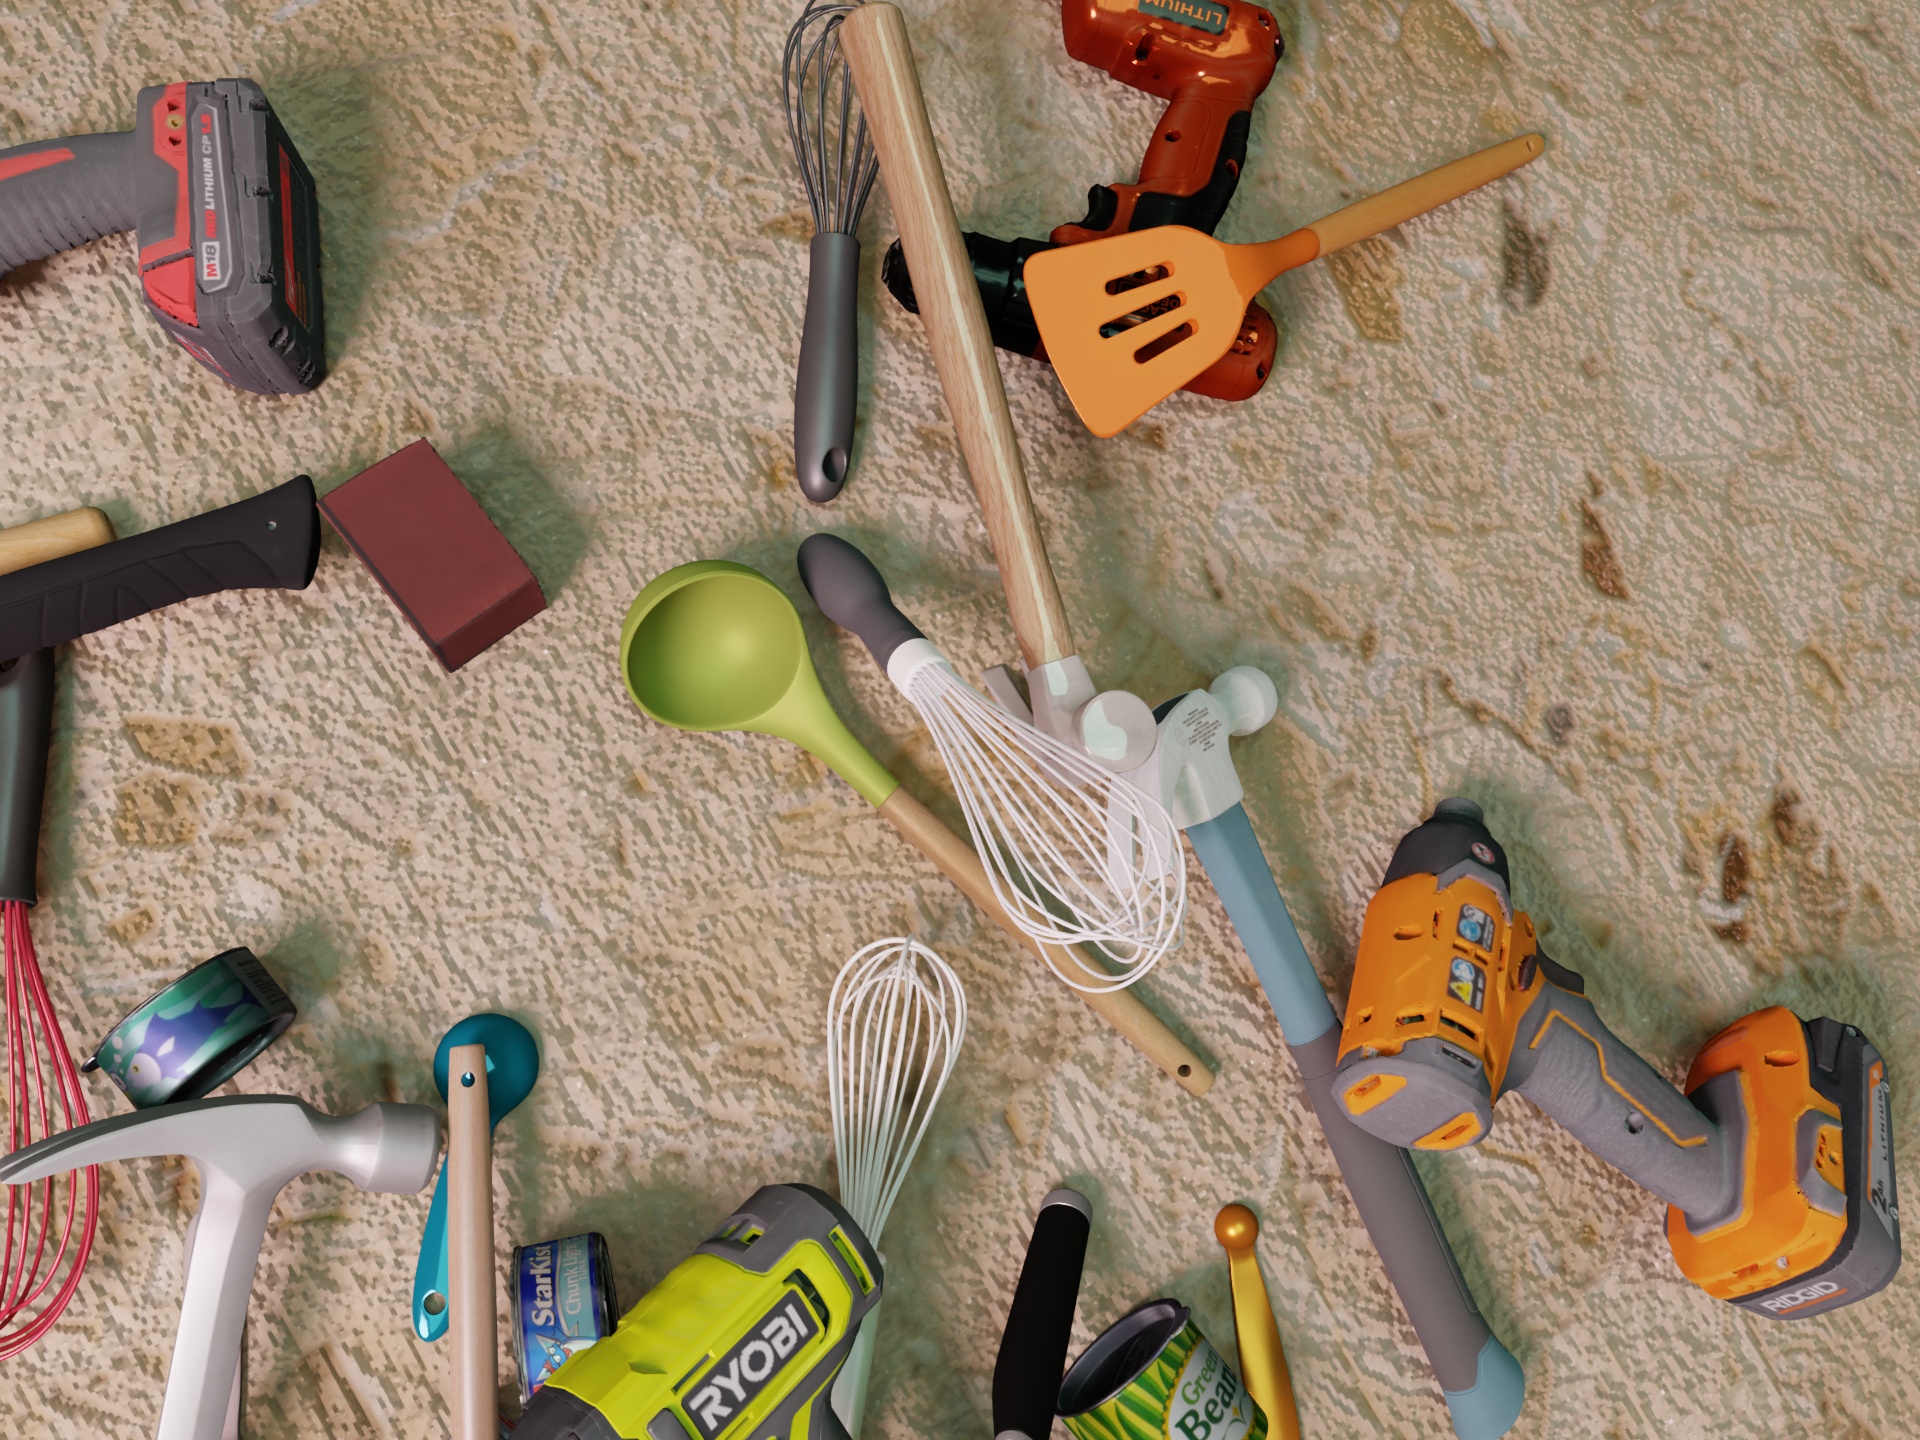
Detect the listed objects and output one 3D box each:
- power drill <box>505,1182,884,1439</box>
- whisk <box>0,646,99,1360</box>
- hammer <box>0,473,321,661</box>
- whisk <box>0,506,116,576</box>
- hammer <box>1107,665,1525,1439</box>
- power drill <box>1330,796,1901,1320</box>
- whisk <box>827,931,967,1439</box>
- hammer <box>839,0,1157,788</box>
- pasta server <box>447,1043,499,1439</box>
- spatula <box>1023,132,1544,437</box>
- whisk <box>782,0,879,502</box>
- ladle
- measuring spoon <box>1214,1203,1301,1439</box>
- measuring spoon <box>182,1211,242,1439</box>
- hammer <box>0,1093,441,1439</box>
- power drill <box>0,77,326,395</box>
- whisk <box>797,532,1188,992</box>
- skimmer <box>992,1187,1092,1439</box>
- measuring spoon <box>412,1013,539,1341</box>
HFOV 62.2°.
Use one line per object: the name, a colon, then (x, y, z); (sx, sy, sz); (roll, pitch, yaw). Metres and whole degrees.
power drill: (-0.063, 0.302, 0.554); (0.171, 0.080, 0.223); (-38, 105, -36)
whisk: (-0.369, 0.090, 0.611); (0.073, 0.073, 0.296); (-5, 74, -9)
hammer: (-0.409, -0.029, 0.601); (0.335, 0.035, 0.146); (-23, 84, -19)
whisk: (-0.465, -0.042, 0.630); (0.245, 0.047, 0.051); (-20, 82, -16)
hammer: (0.156, 0.143, 0.671); (0.128, 0.033, 0.331); (-24, 89, -47)
power drill: (0.271, 0.133, 0.668); (0.226, 0.084, 0.164); (28, 50, -4)
whisk: (-0.040, 0.208, 0.641); (0.058, 0.059, 0.246); (8, 83, 5)
hammer: (0.006, -0.133, 0.659); (0.031, 0.130, 0.331); (-15, 87, -12)
pasta server: (-0.177, 0.280, 0.585); (0.060, 0.040, 0.316); (0, 77, -21)
spatula: (0.166, -0.221, 0.724); (0.322, 0.041, 0.081); (-30, 100, -32)
whisk: (-0.058, -0.216, 0.719); (0.055, 0.055, 0.239); (3, 83, -8)
ladle: (-0.013, 0.053, 0.670); (0.320, 0.062, 0.078); (43, 102, -2)
measuring spoon: (0.128, 0.264, 0.672); (0.021, 0.011, 0.117); (-9, 81, -10)
measuring spoon: (-0.287, 0.251, 0.609); (0.034, 0.018, 0.124); (-7, 81, -10)
hammer: (-0.295, 0.335, 0.559); (0.144, 0.035, 0.405); (13, 83, -31)
power drill: (-0.386, -0.169, 0.647); (0.226, 0.080, 0.188); (-5, 80, -7)
whisk: (0.000, -0.003, 0.609); (0.070, 0.070, 0.285); (-27, 44, -12)
skimmer: (0.036, 0.291, 0.507); (0.090, 0.363, 0.127); (-5, 118, 16)
measuring spoon: (-0.199, 0.181, 0.633); (0.042, 0.021, 0.129); (10, 77, -6)
